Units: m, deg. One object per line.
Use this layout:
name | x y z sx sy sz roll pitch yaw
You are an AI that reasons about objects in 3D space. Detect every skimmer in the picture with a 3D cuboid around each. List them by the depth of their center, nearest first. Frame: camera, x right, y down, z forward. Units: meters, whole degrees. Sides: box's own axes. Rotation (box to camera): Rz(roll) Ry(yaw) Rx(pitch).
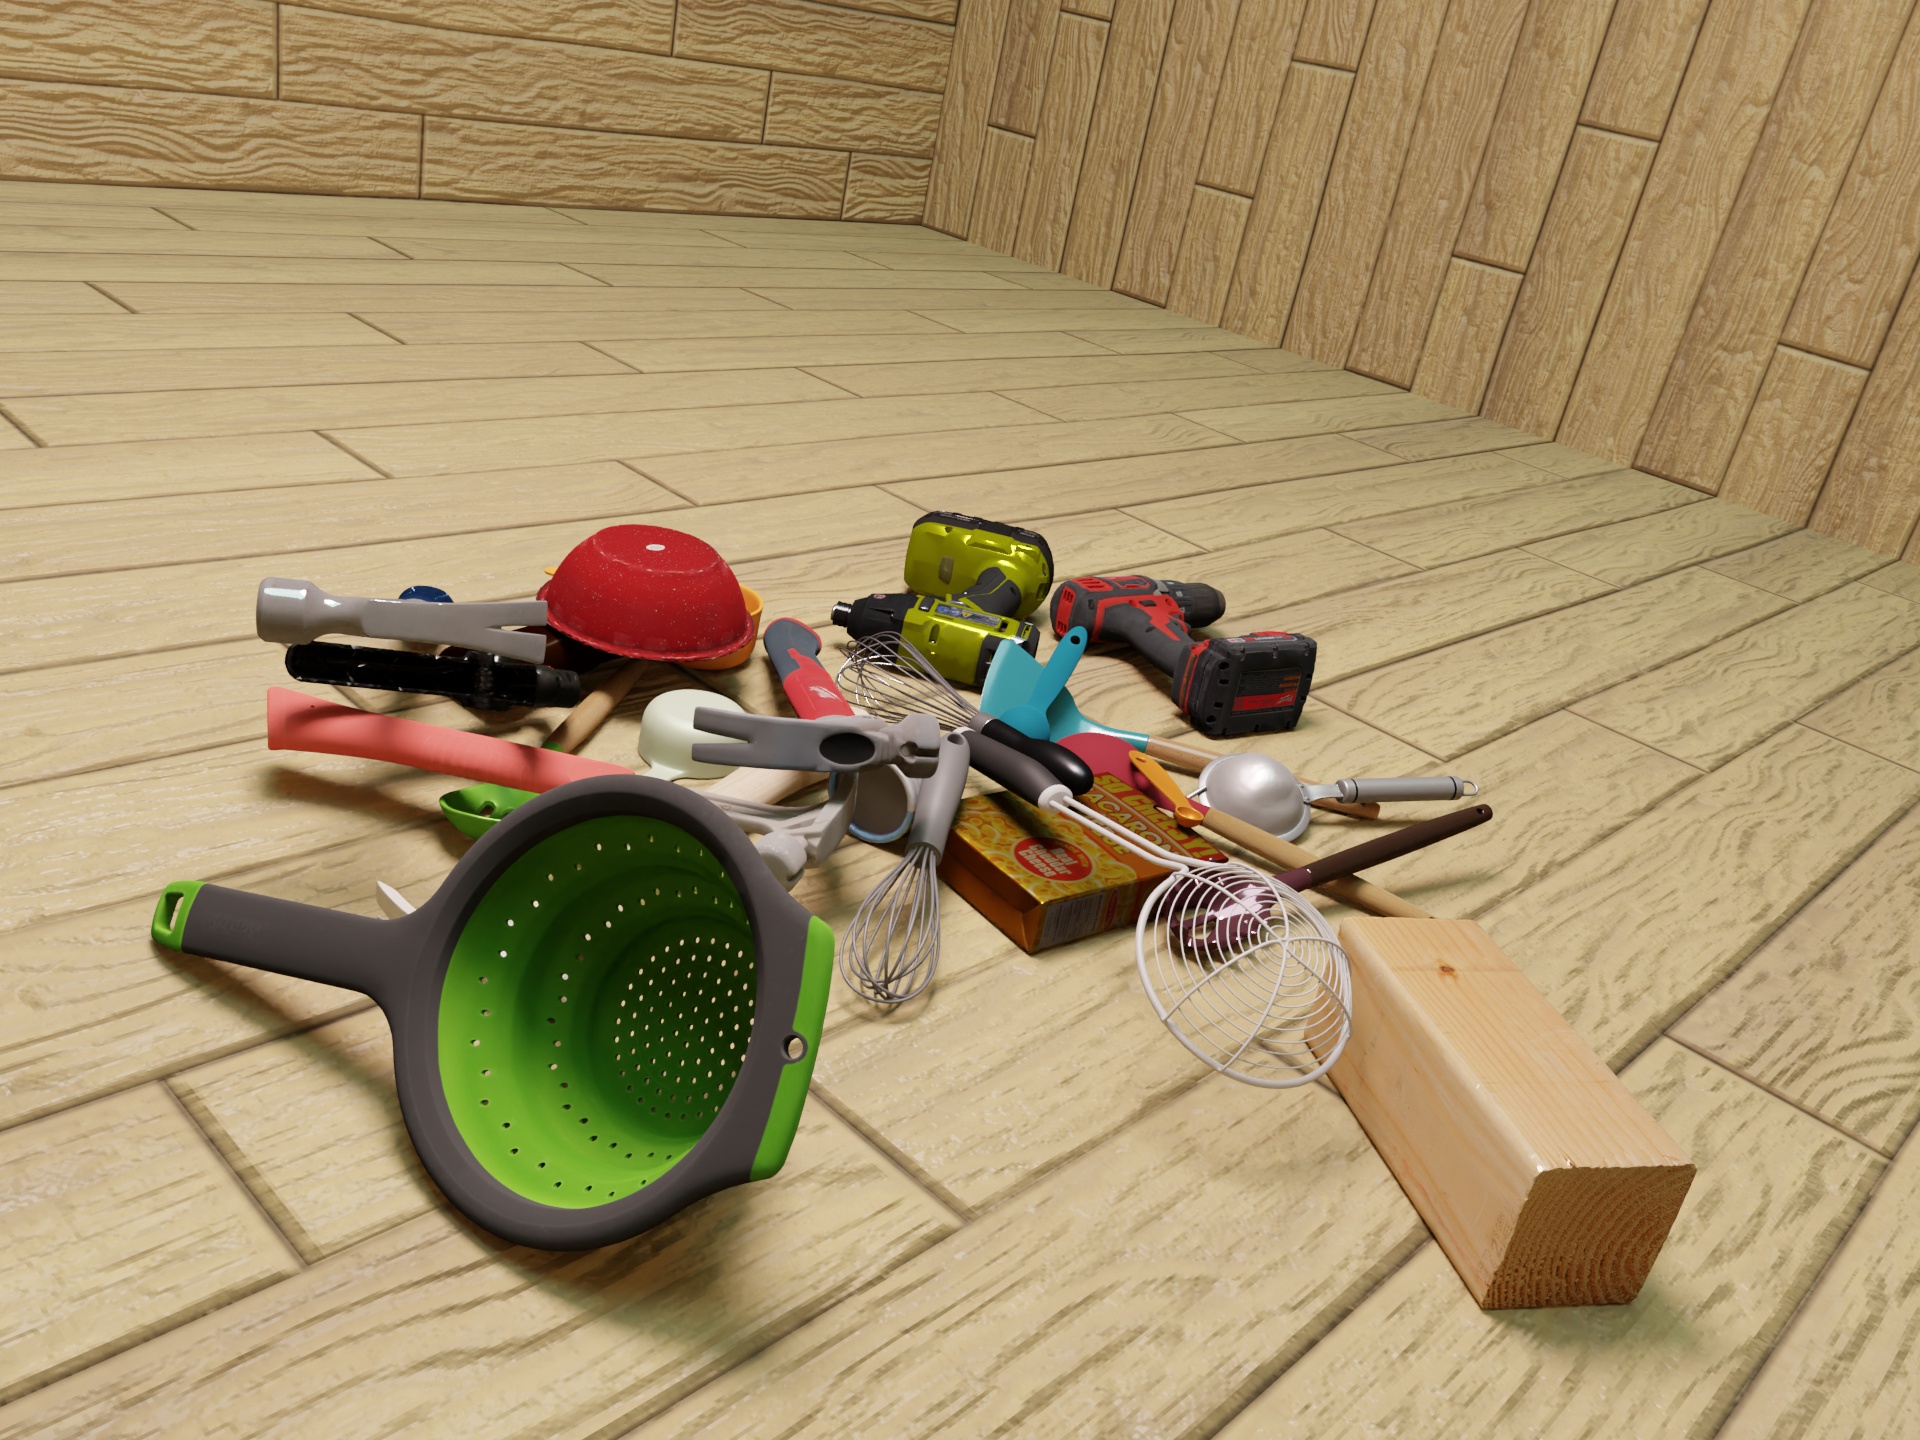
skimmer | 0.087 0.094 0.947 0.127 0.090 0.364 -8 20 -29

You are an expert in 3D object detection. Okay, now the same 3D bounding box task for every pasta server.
pasta server | 0.254 0.095 1.066 0.316 0.040 0.060 -14 63 -32

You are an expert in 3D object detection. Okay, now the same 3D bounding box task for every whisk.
whisk | -0.025 0.080 0.957 0.055 0.055 0.239 13 37 3
whisk | -0.001 -0.005 1.143 0.070 0.070 0.285 -8 24 -37

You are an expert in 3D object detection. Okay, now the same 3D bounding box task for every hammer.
hammer | -0.244 0.027 0.949 0.359 0.036 0.149 11 21 9
hammer | -0.171 0.063 0.988 0.146 0.038 0.411 19 25 18
hammer | -0.342 -0.068 1.013 0.144 0.035 0.406 4 4 -16
hammer | -0.120 -0.026 1.089 0.143 0.038 0.386 3 11 -13

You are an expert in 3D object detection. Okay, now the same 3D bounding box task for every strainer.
strainer | 0.282 0.051 1.192 0.258 0.050 0.087 0 49 -21

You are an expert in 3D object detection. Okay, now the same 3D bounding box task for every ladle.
ladle | 0.196 0.081 1.122 0.315 0.031 0.069 26 56 21

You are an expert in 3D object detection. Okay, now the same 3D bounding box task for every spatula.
spatula | 0.170 0.022 1.221 0.317 0.044 0.082 16 58 3

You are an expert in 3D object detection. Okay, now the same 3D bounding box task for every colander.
colander | -0.220 0.126 0.759 0.397 0.204 0.094 6 -15 26

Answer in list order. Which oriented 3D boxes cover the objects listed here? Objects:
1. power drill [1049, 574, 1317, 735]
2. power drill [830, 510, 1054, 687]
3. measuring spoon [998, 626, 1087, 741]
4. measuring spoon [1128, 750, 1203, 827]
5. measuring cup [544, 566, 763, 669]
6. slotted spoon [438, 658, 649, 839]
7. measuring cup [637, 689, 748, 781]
power drill | 0.211 -0.071 1.408 0.187 0.080 0.227 -5 27 -34
power drill | -0.007 -0.105 1.379 0.171 0.080 0.223 14 28 5
measuring spoon | 0.067 -0.027 1.202 0.042 0.021 0.129 28 62 5
measuring spoon | 0.139 0.047 1.100 0.021 0.011 0.117 9 19 -19
measuring cup | -0.243 -0.083 1.252 0.173 0.052 0.095 10 24 1
slotted spoon | -0.263 0.012 1.068 0.070 0.031 0.314 11 22 4
measuring cup | -0.197 0.020 1.061 0.083 0.038 0.167 18 23 13
